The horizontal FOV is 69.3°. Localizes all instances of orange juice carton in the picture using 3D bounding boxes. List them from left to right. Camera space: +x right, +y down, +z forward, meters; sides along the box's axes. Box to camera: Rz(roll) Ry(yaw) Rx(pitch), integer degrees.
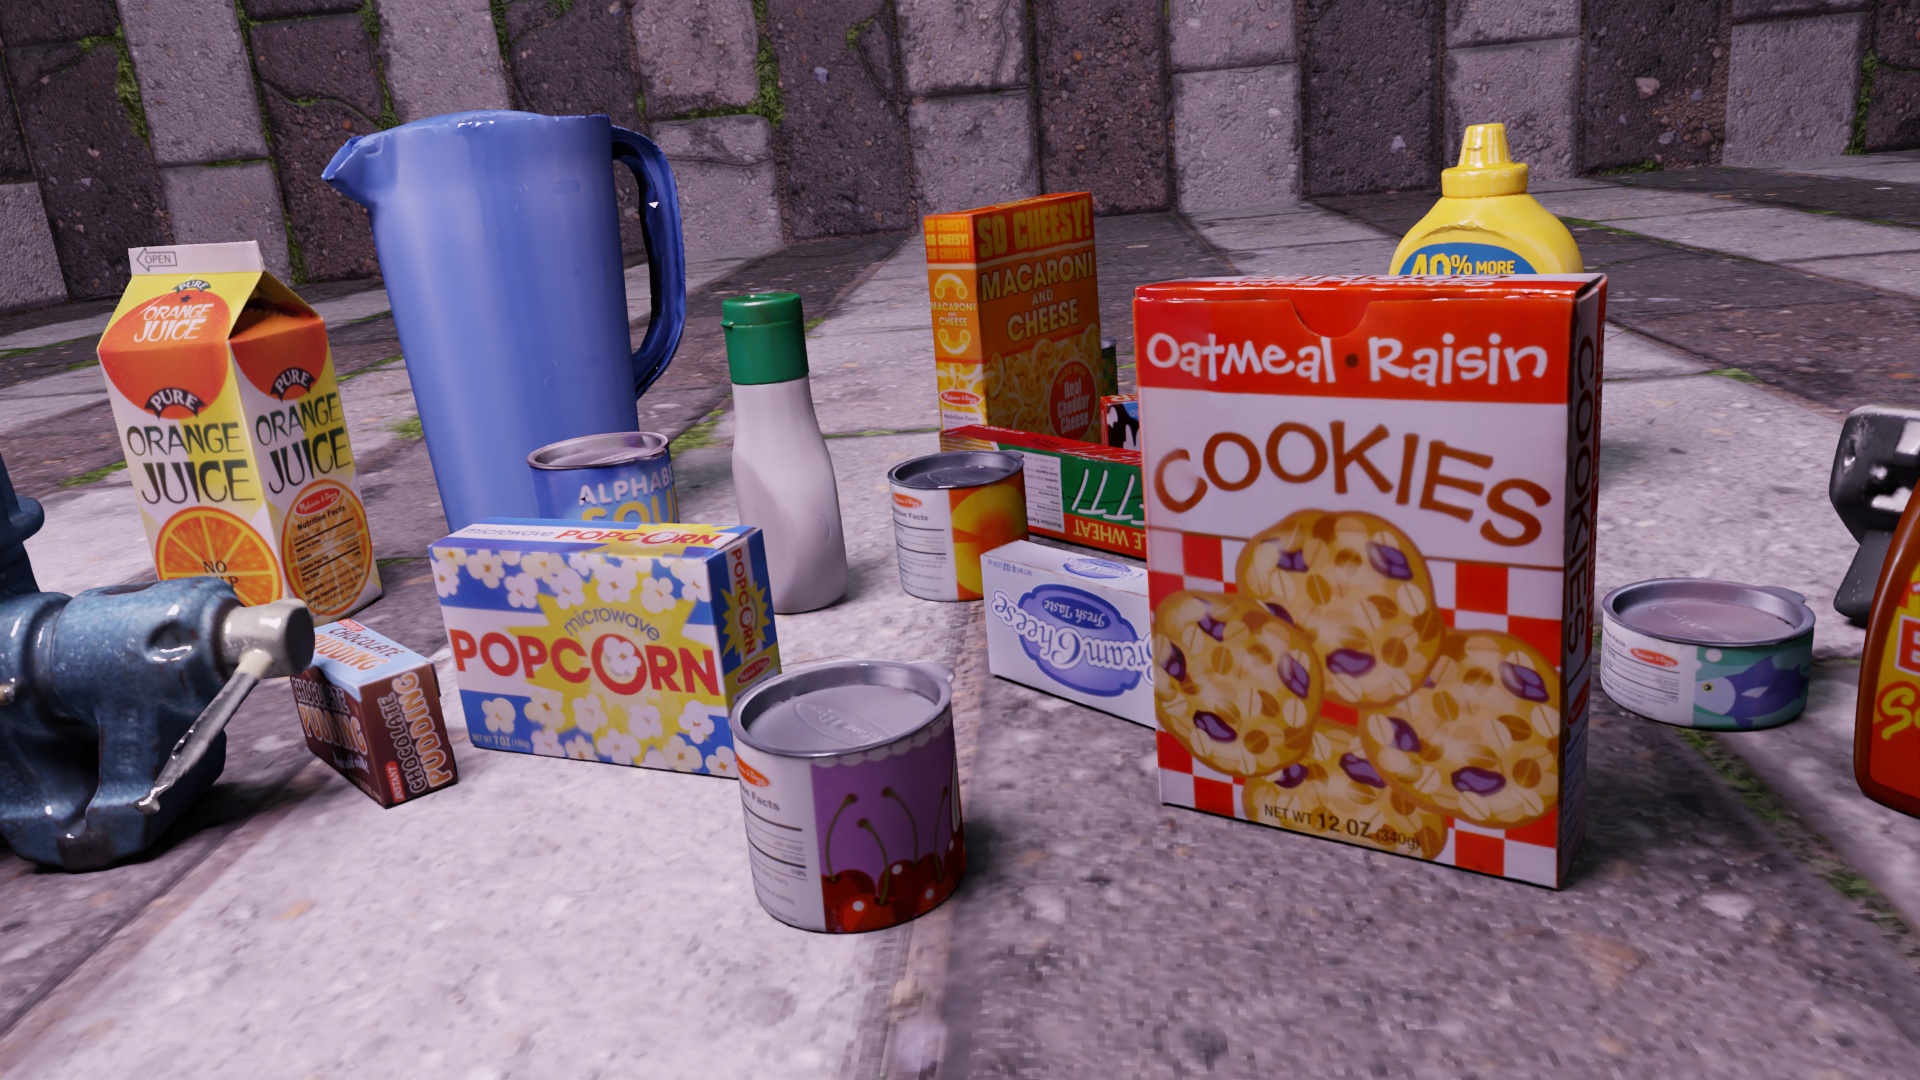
[{"bbox_3d":[-0.355,-0.049,0.685,0.072,0.192,0.073,-2,17,12],"label":"orange juice carton"}]

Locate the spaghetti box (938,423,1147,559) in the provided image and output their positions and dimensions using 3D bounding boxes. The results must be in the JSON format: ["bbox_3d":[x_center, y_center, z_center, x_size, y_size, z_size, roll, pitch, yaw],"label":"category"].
[{"bbox_3d":[0.080,-0.020,0.703,0.029,0.050,0.250,-19,22,-38],"label":"spaghetti box"}]

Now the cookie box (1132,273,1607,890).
[{"bbox_3d":[0.117,0.007,0.406,0.123,0.166,0.040,6,20,34],"label":"cookie box"}]

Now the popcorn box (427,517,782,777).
[{"bbox_3d":[-0.132,0.037,0.520,0.126,0.085,0.038,2,18,23],"label":"popcorn box"}]

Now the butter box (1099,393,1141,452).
[{"bbox_3d":[0.135,-0.062,0.818,0.103,0.053,0.024,-6,17,-4],"label":"butter box"}]

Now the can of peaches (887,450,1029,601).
[{"bbox_3d":[0.002,-0.008,0.675,0.071,0.058,0.071,-5,17,2],"label":"can of peaches"}]

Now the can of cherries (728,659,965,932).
[{"bbox_3d":[-0.030,0.074,0.417,0.071,0.058,0.072,-5,17,2],"label":"can of cherries"}]

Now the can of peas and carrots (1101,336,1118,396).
[{"bbox_3d":[0.080,-0.108,0.974,0.071,0.058,0.071,-5,17,2],"label":"can of peas and carrots"}]

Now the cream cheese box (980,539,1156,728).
[{"bbox_3d":[0.053,0.035,0.526,0.024,0.053,0.104,-19,22,-39],"label":"cream cheese box"}]

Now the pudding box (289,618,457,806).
[{"bbox_3d":[-0.224,0.063,0.526,0.030,0.049,0.084,-20,22,-39],"label":"pudding box"}]

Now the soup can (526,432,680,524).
[{"bbox_3d":[-0.166,-0.004,0.667,0.071,0.083,0.071,-5,17,2],"label":"soup can"}]

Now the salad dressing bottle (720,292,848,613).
[{"bbox_3d":[-0.085,-0.041,0.655,0.044,0.147,0.064,-15,19,-29],"label":"salad dressing bottle"}]

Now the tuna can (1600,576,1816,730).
[{"bbox_3d":[0.264,0.038,0.489,0.071,0.032,0.071,-5,17,2],"label":"tuna can"}]

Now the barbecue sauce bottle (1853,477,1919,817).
[{"bbox_3d":[0.292,0.007,0.386,0.044,0.148,0.065,-20,22,-40],"label":"barbecue sauce bottle"}]

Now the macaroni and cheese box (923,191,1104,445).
[{"bbox_3d":[0.036,-0.121,0.845,0.040,0.166,0.124,8,22,38],"label":"macaroni and cheese box"}]
